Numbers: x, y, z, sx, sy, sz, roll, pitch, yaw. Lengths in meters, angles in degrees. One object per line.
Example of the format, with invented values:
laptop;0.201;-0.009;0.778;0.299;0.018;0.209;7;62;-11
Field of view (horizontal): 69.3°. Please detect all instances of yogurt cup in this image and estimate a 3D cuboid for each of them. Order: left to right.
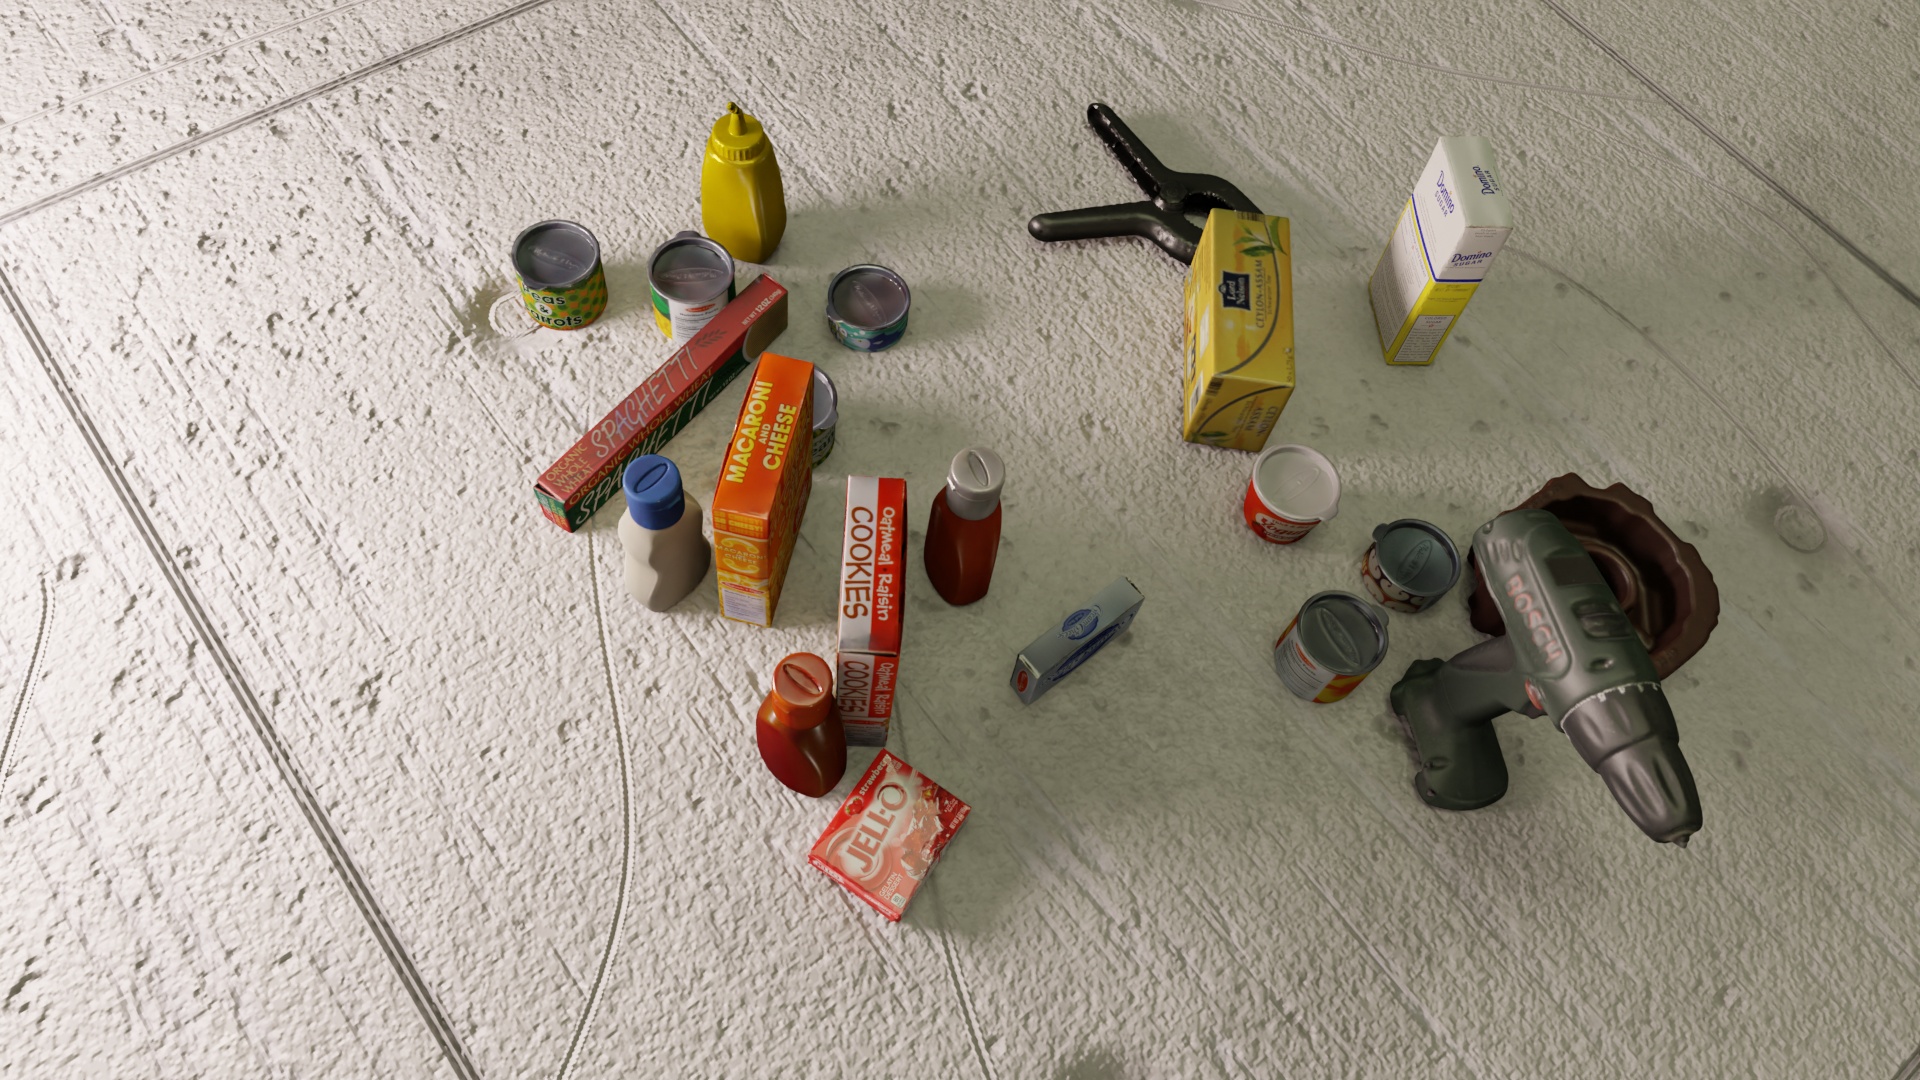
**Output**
yogurt cup;0.249;-0.033;1.059;0.072;0.053;0.073;3;62;-5

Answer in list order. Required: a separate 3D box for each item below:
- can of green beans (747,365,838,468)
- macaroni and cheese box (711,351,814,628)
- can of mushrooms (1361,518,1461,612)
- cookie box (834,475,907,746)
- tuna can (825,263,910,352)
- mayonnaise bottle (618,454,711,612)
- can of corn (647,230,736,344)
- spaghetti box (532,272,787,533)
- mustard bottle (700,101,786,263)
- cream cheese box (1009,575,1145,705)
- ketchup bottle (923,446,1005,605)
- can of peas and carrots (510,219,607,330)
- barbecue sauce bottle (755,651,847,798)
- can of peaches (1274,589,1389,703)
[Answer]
can of green beans;-0.126;-0.092;1.043;0.071;0.057;0.071;3;62;-5
macaroni and cheese box;-0.133;-0.030;0.948;0.040;0.165;0.124;12;62;0
can of mushrooms;0.340;0.018;1.054;0.071;0.033;0.071;3;62;-5
cookie box;-0.060;0.050;0.913;0.040;0.166;0.123;3;62;-5
tuna can;-0.076;-0.185;1.113;0.071;0.032;0.071;3;62;-5
mayonnaise bottle;-0.202;-0.006;0.938;0.041;0.147;0.065;38;65;13
can of corn;-0.209;-0.197;1.089;0.071;0.058;0.071;3;62;-5
spaghetti box;-0.219;-0.106;1.044;0.029;0.050;0.251;35;64;12
mustard bottle;-0.170;-0.284;1.082;0.065;0.159;0.049;24;62;6
cream cheese box;0.082;0.071;0.984;0.104;0.053;0.024;-35;71;-22
ketchup bottle;0.003;-0.012;0.965;0.043;0.148;0.065;-17;66;-15
can of peas and carrots;-0.312;-0.204;1.080;0.071;0.058;0.071;3;62;-5
barbecue sauce bottle;-0.101;0.116;0.884;0.065;0.147;0.044;38;65;13
can of peaches;0.268;0.077;1.001;0.071;0.057;0.071;3;62;-5
